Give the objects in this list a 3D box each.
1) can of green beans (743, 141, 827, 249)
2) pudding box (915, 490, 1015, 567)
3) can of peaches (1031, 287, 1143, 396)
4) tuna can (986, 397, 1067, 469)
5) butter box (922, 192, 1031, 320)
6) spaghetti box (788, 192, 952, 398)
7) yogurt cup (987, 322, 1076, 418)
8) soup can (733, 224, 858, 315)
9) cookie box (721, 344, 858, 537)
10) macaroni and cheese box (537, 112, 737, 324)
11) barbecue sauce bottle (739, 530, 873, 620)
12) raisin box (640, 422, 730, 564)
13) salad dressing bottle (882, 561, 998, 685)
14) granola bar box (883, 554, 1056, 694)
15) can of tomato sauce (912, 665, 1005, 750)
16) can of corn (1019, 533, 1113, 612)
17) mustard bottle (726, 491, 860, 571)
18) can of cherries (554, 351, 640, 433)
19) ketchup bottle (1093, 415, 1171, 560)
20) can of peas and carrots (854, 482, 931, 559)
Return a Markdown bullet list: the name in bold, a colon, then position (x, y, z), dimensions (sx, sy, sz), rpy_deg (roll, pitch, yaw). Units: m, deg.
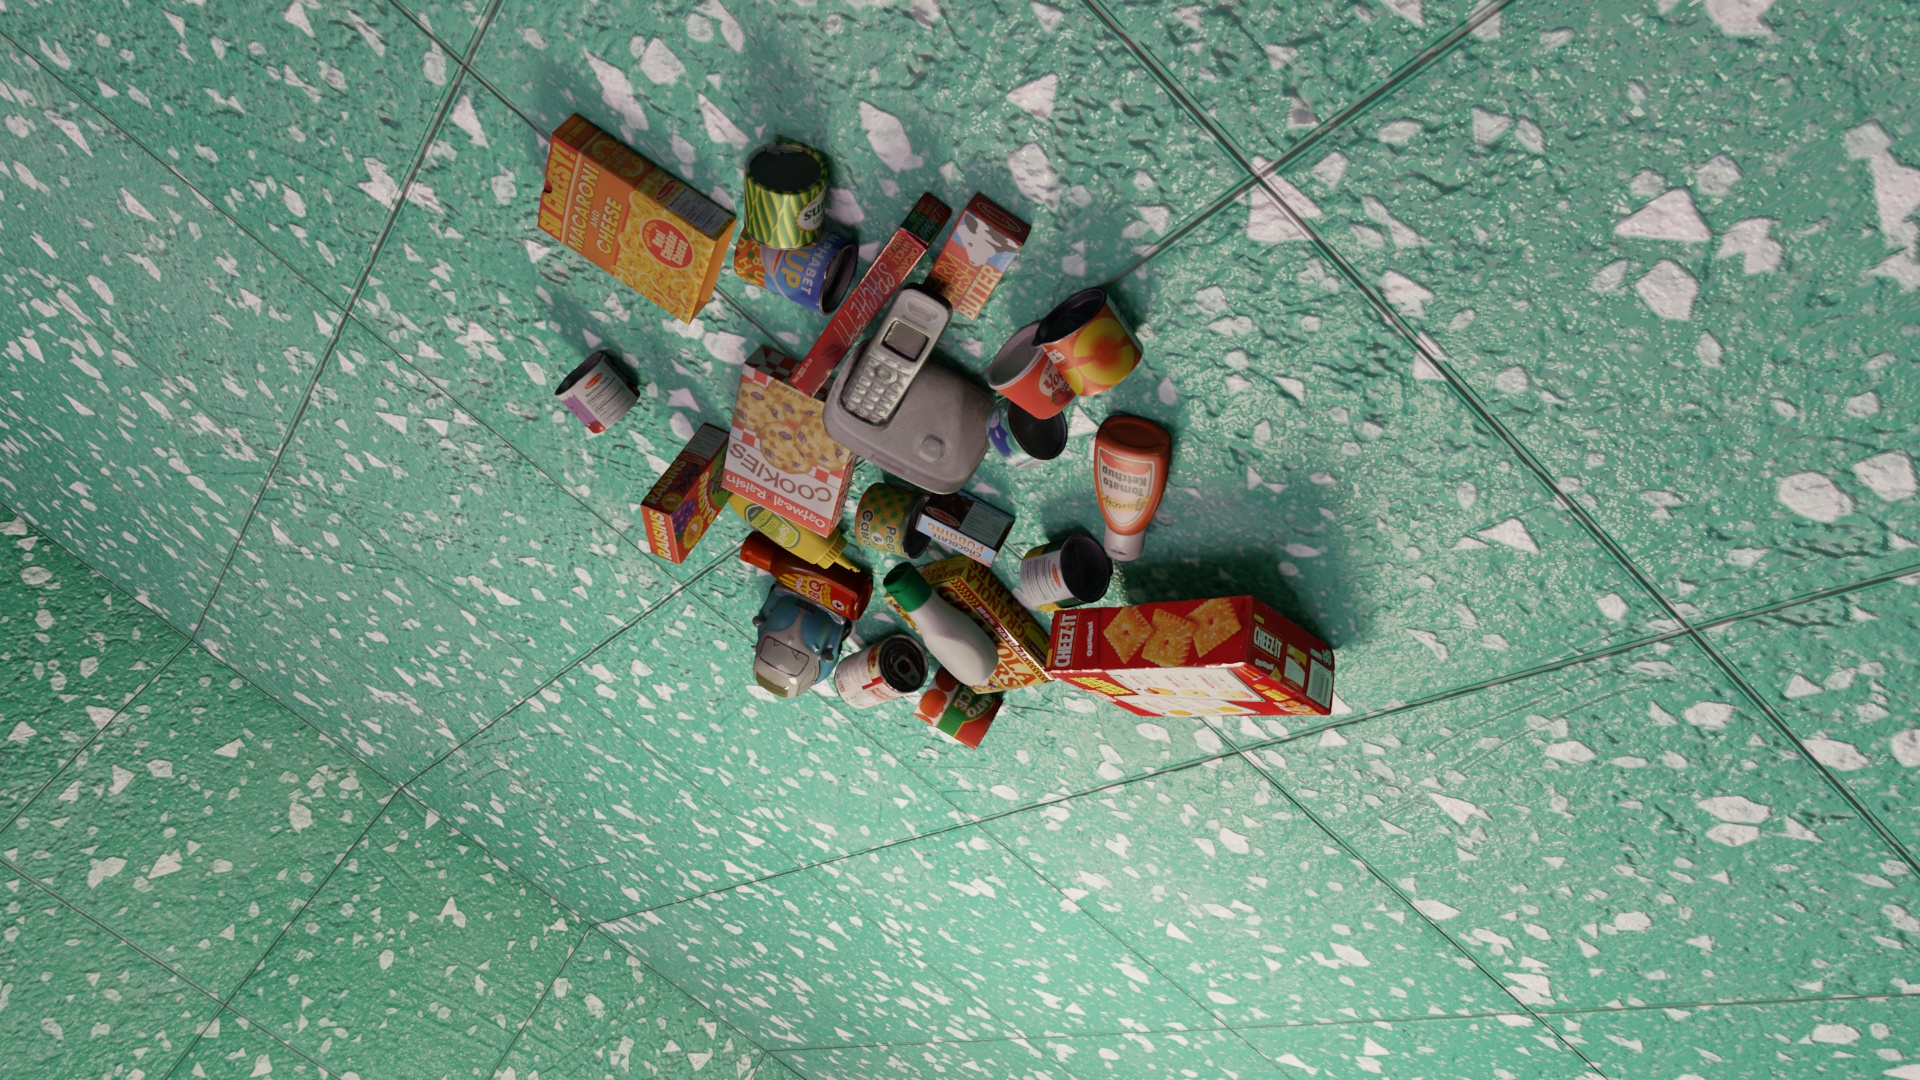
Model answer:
- **can of green beans**: position (-0.140, -0.276, 1.111), dimensions (0.071, 0.071, 0.057), rpy_deg (24, 144, 9)
- **pudding box**: position (0.005, -0.017, 1.338), dimensions (0.084, 0.050, 0.030), rpy_deg (27, 143, 3)
- **can of peaches**: position (0.099, -0.153, 1.085), dimensions (0.071, 0.071, 0.058), rpy_deg (-12, 128, 44)
- **tuna can**: position (0.055, -0.098, 1.189), dimensions (0.071, 0.071, 0.032), rpy_deg (44, 143, -18)
- **butter box**: position (0.011, -0.223, 1.102), dimensions (0.053, 0.024, 0.103), rpy_deg (33, 145, -4)
- **spaghetti box**: position (-0.080, -0.201, 1.173), dimensions (0.028, 0.050, 0.249), rpy_deg (36, 144, -9)
- **yogurt cup**: position (0.064, -0.136, 1.138), dimensions (0.054, 0.073, 0.072), rpy_deg (40, 145, -26)
- **soup can**: position (-0.138, -0.235, 1.157), dimensions (0.084, 0.072, 0.071), rpy_deg (25, 144, 9)
- **cookie box**: position (-0.161, -0.094, 1.352), dimensions (0.123, 0.040, 0.166), rpy_deg (26, 135, 6)
- **macaroni and cheese box**: position (-0.291, -0.283, 1.235), dimensions (0.166, 0.040, 0.123), rpy_deg (33, 144, -3)
- **barbecue sauce bottle**: position (-0.171, 0.035, 1.534), dimensions (0.148, 0.044, 0.064), rpy_deg (25, 146, 9)
- **raisin box**: position (-0.279, -0.049, 1.441), dimensions (0.040, 0.124, 0.085), rpy_deg (21, 144, 12)
- **salad dressing bottle**: position (-0.021, 0.084, 1.416), dimensions (0.064, 0.044, 0.147), rpy_deg (-15, 124, 45)
- **granola bar box**: position (0.015, 0.092, 1.472), dimensions (0.124, 0.039, 0.165), rpy_deg (-17, 124, 46)
- **can of tomato sauce**: position (-0.002, 0.189, 1.581), dimensions (0.083, 0.071, 0.070), rpy_deg (30, 145, 2)
- **can of corn**: position (0.100, 0.031, 1.316), dimensions (0.058, 0.071, 0.071), rpy_deg (-18, 123, 48)
- **mustard bottle**: position (-0.169, -0.015, 1.466), dimensions (0.160, 0.049, 0.065), rpy_deg (39, 140, -11)
- **can of cherries**: position (-0.375, -0.153, 1.436), dimensions (0.071, 0.072, 0.058), rpy_deg (-14, 127, 45)
- **ketchup bottle**: position (0.147, -0.042, 1.209), dimensions (0.065, 0.044, 0.148), rpy_deg (18, 144, 17)
- **can of peas and carrots**: position (-0.065, -0.018, 1.368), dimensions (0.059, 0.071, 0.070), rpy_deg (15, 142, 22)
